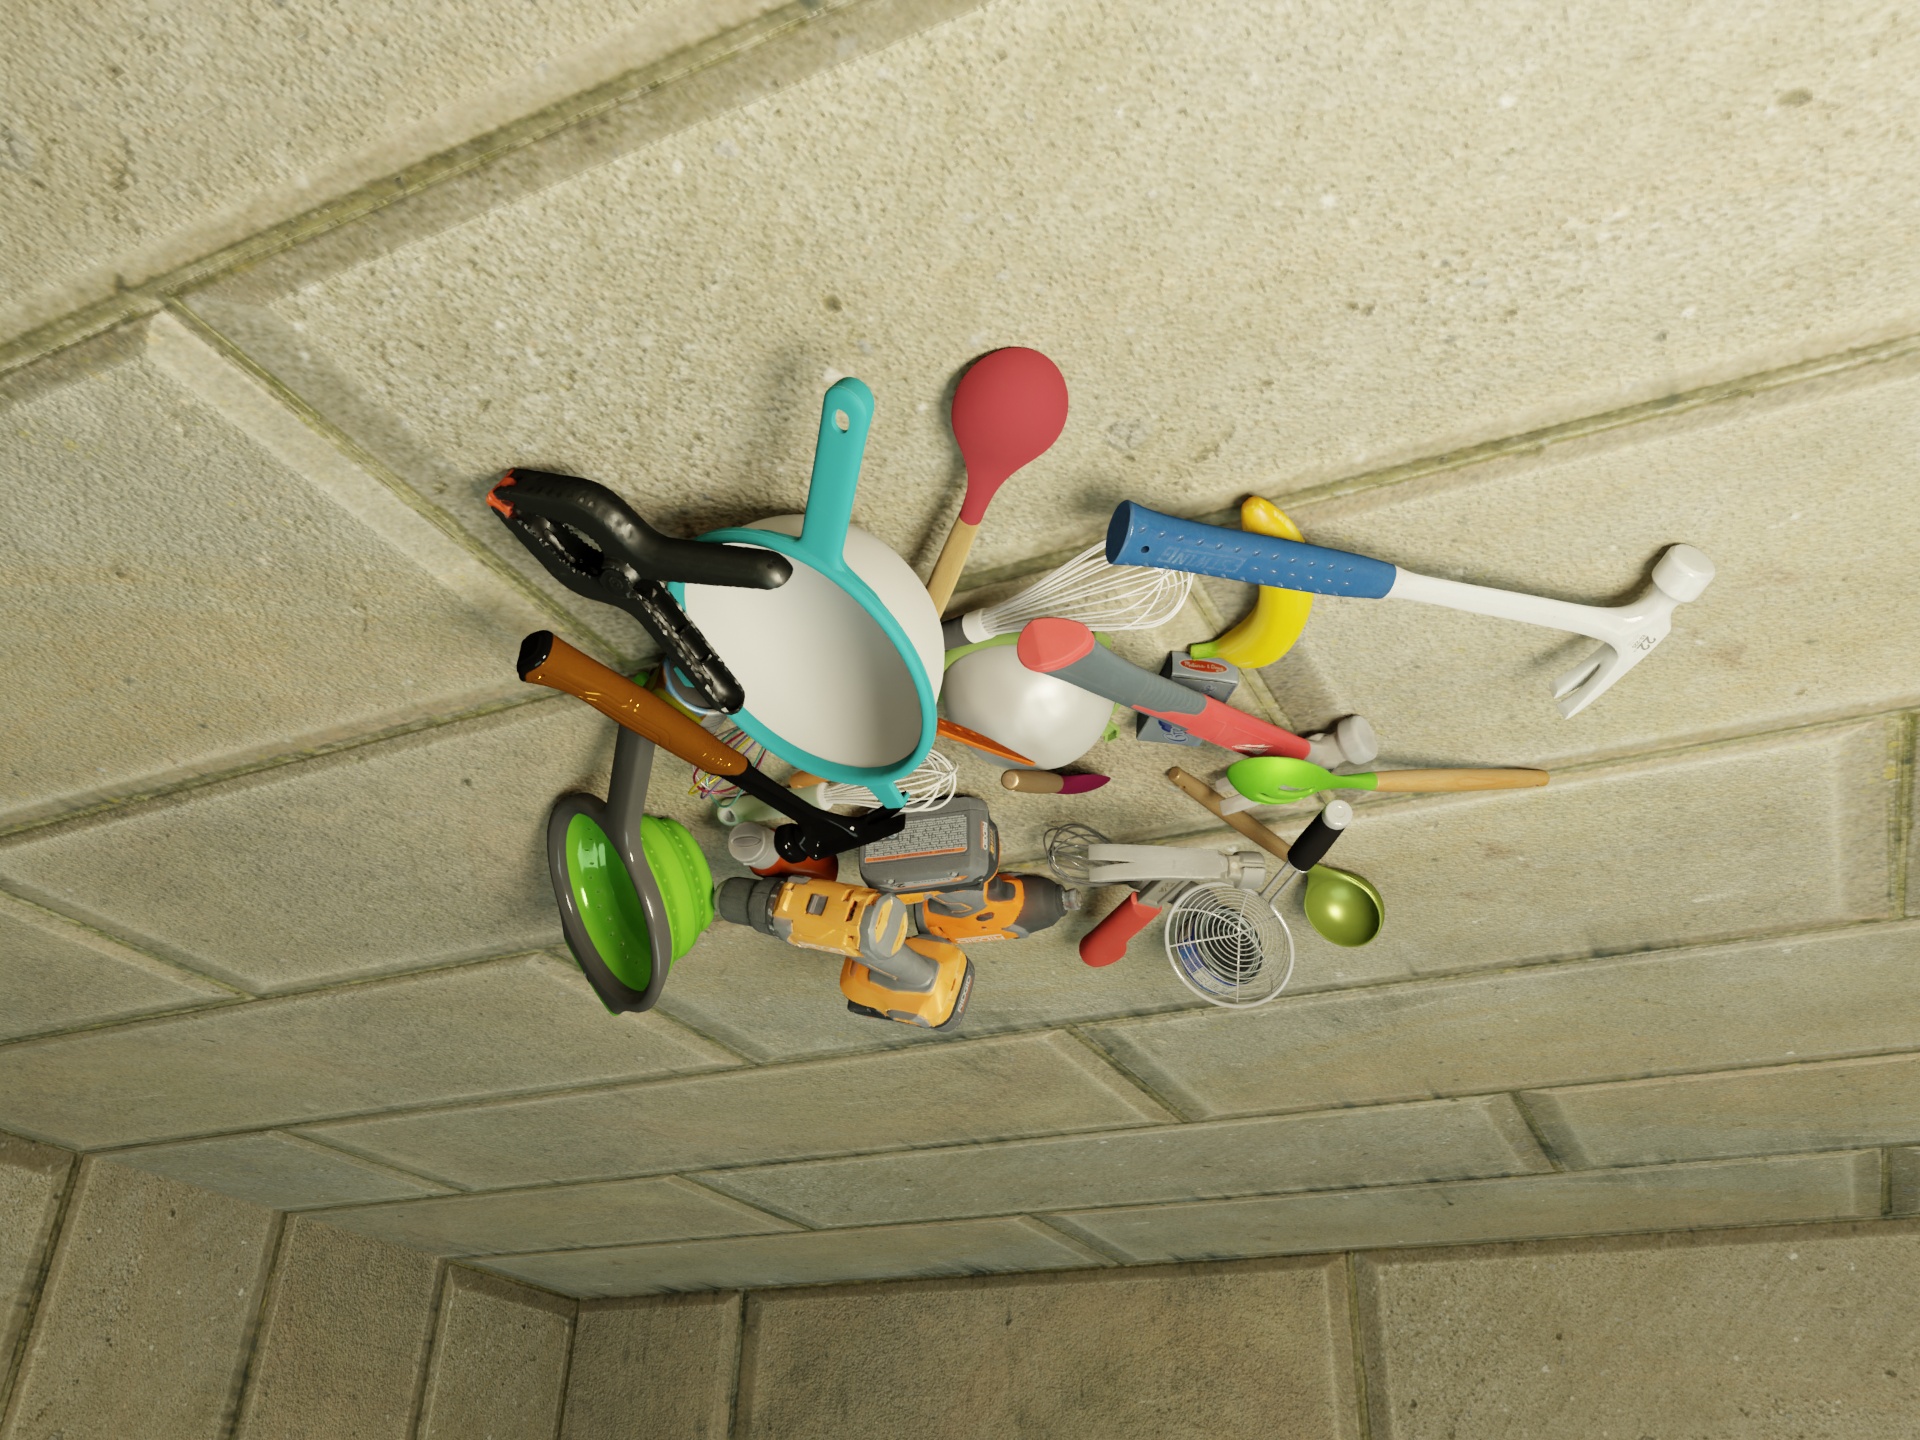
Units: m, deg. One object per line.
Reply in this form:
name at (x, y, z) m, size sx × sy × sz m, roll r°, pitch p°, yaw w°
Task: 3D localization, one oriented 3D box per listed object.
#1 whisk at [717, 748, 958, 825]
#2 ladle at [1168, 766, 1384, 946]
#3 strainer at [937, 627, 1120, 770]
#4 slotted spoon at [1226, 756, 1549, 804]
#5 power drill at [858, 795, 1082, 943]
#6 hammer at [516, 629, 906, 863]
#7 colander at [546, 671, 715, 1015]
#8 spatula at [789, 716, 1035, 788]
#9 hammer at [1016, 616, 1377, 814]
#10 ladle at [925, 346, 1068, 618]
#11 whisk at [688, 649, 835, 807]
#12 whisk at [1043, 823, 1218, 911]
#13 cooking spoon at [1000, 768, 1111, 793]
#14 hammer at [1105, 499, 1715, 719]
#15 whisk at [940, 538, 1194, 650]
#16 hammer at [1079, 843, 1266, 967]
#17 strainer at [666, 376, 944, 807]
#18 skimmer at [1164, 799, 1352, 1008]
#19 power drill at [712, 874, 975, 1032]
whisk at (-0.110, 0.063, 1.376) m, size 0.246 × 0.059 × 0.057 m, roll -11°, pitch 111°, yaw 28°
ladle at (0.285, 0.124, 1.441) m, size 0.078 × 0.062 × 0.319 m, roll -16°, pitch 144°, yaw 40°
strainer at (-0.002, -0.004, 1.219) m, size 0.256 × 0.069 × 0.151 m, roll 0°, pitch 150°, yaw 8°
slotted spoon at (0.350, 0.048, 1.268) m, size 0.313 × 0.031 × 0.070 m, roll 0°, pitch 158°, yaw -25°
power drill at (0.013, 0.147, 1.476) m, size 0.164 × 0.084 × 0.226 m, roll -8°, pitch 153°, yaw 16°
hammer at (-0.185, 0.021, 1.178) m, size 0.127 × 0.034 × 0.336 m, roll -19°, pitch 143°, yaw 32°
colander at (-0.267, 0.097, 1.390) m, size 0.094 × 0.205 × 0.396 m, roll -19°, pitch 146°, yaw -35°
spatula at (-0.059, 0.031, 1.231) m, size 0.081 × 0.041 × 0.322 m, roll 20°, pitch 159°, yaw -28°
hammer at (0.157, 0.000, 1.167) m, size 0.143 × 0.038 × 0.386 m, roll -26°, pitch 151°, yaw 33°
ladle at (-0.002, -0.117, 1.036) m, size 0.069 × 0.031 × 0.315 m, roll 12°, pitch 144°, yaw -10°
whisk at (-0.154, 0.006, 1.248) m, size 0.047 × 0.051 × 0.245 m, roll 2°, pitch 152°, yaw -36°
whisk at (0.164, 0.145, 1.499) m, size 0.238 × 0.055 × 0.055 m, roll 22°, pitch 145°, yaw -39°
cooking spoon at (0.068, 0.049, 1.230) m, size 0.069 × 0.017 × 0.318 m, roll -4°, pitch 176°, yaw 12°
hammer at (0.286, -0.084, 1.043) m, size 0.405 × 0.035 × 0.144 m, roll 8°, pitch 135°, yaw -17°
whisk at (0.039, -0.076, 1.116) m, size 0.284 × 0.070 × 0.070 m, roll -14°, pitch 146°, yaw 36°
hammer at (0.153, 0.175, 1.459) m, size 0.149 × 0.037 × 0.359 m, roll 3°, pitch 160°, yaw -8°
strainer at (-0.075, -0.102, 1.025) m, size 0.211 × 0.095 × 0.340 m, roll 31°, pitch 141°, yaw 11°
skimmer at (0.261, 0.160, 1.379) m, size 0.127 × 0.090 × 0.363 m, roll 41°, pitch 161°, yaw 13°
power drill at (-0.105, 0.204, 1.447) m, size 0.185 × 0.084 × 0.226 m, roll 5°, pitch 155°, yaw 29°
